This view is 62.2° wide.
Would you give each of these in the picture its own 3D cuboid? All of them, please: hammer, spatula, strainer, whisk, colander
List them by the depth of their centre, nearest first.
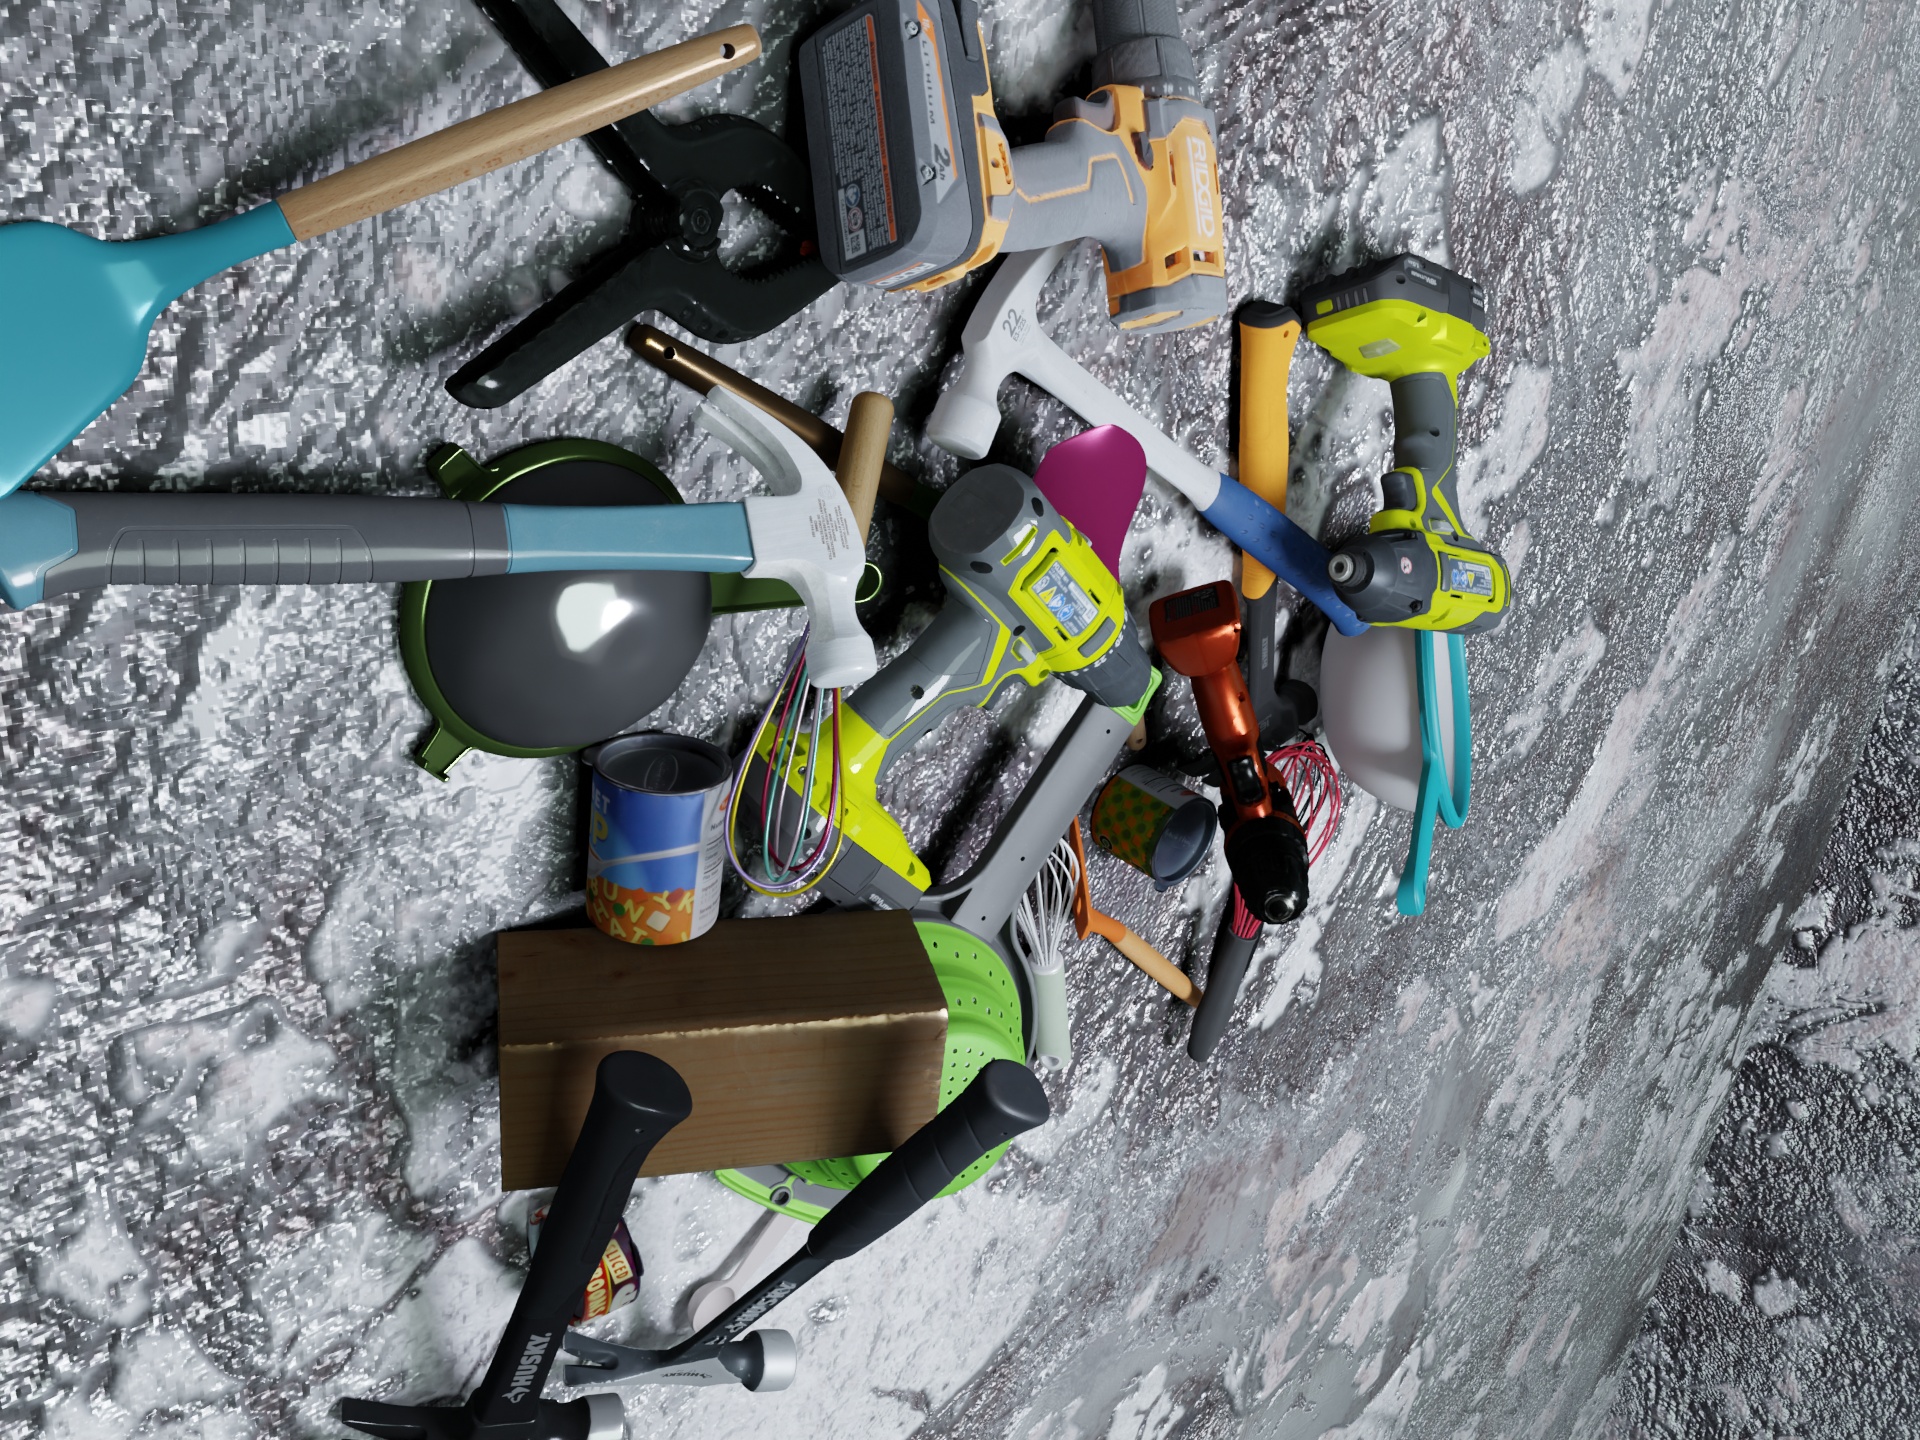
[{"bbox_3d":[-0.208,-0.181,0.554,0.317,0.044,0.082,-28,121,-14],"label":"spatula"},{"bbox_3d":[-0.190,-0.069,0.613,0.331,0.033,0.128,-4,77,-30],"label":"hammer"},{"bbox_3d":[-0.123,-0.049,0.733,0.256,0.069,0.151,-10,119,-42],"label":"strainer"},{"bbox_3d":[-0.198,0.268,0.755,0.146,0.035,0.334,7,130,-25],"label":"hammer"},{"bbox_3d":[-0.062,-0.037,0.755,0.051,0.047,0.245,23,76,-60],"label":"whisk"},{"bbox_3d":[-0.078,0.275,0.825,0.149,0.036,0.408,11,139,-30],"label":"hammer"},{"bbox_3d":[0.016,0.140,0.921,0.204,0.095,0.397,34,89,-32],"label":"colander"},{"bbox_3d":[0.144,-0.146,0.943,0.405,0.035,0.144,26,85,-44],"label":"hammer"},{"bbox_3d":[0.197,-0.113,1.064,0.127,0.034,0.336,-32,132,-32],"label":"hammer"},{"bbox_3d":[0.056,0.155,1.065,0.059,0.058,0.246,-68,159,-45],"label":"whisk"},{"bbox_3d":[0.298,0.015,1.127,0.341,0.095,0.210,-64,142,-47],"label":"strainer"},{"bbox_3d":[0.129,0.158,1.141,0.322,0.041,0.081,43,35,-53],"label":"spatula"},{"bbox_3d":[0.217,0.142,1.186,0.073,0.073,0.295,-16,130,-41],"label":"whisk"},{"bbox_3d":[0.235,0.114,1.232,0.055,0.055,0.238,-11,125,-43],"label":"whisk"}]

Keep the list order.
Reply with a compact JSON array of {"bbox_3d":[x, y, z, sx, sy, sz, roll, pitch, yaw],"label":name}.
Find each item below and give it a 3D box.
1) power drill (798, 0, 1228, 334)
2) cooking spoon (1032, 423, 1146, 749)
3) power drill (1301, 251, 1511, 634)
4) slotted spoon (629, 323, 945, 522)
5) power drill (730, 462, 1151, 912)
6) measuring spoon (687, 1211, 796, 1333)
[{"bbox_3d":[0.037,-0.281,0.741,0.226,0.084,0.185,-8,92,-42],"label":"power drill"},{"bbox_3d":[0.090,-0.064,0.937,0.069,0.017,0.318,-24,148,-2],"label":"cooking spoon"},{"bbox_3d":[0.280,-0.170,1.008,0.171,0.080,0.223,3,82,-45],"label":"power drill"},{"bbox_3d":[-0.044,-0.128,0.806,0.313,0.031,0.070,22,94,-48],"label":"slotted spoon"},{"bbox_3d":[-0.001,-0.003,0.852,0.228,0.080,0.190,-47,140,-1],"label":"power drill"},{"bbox_3d":[-0.129,0.327,0.995,0.124,0.018,0.034,-50,140,-24],"label":"measuring spoon"}]
